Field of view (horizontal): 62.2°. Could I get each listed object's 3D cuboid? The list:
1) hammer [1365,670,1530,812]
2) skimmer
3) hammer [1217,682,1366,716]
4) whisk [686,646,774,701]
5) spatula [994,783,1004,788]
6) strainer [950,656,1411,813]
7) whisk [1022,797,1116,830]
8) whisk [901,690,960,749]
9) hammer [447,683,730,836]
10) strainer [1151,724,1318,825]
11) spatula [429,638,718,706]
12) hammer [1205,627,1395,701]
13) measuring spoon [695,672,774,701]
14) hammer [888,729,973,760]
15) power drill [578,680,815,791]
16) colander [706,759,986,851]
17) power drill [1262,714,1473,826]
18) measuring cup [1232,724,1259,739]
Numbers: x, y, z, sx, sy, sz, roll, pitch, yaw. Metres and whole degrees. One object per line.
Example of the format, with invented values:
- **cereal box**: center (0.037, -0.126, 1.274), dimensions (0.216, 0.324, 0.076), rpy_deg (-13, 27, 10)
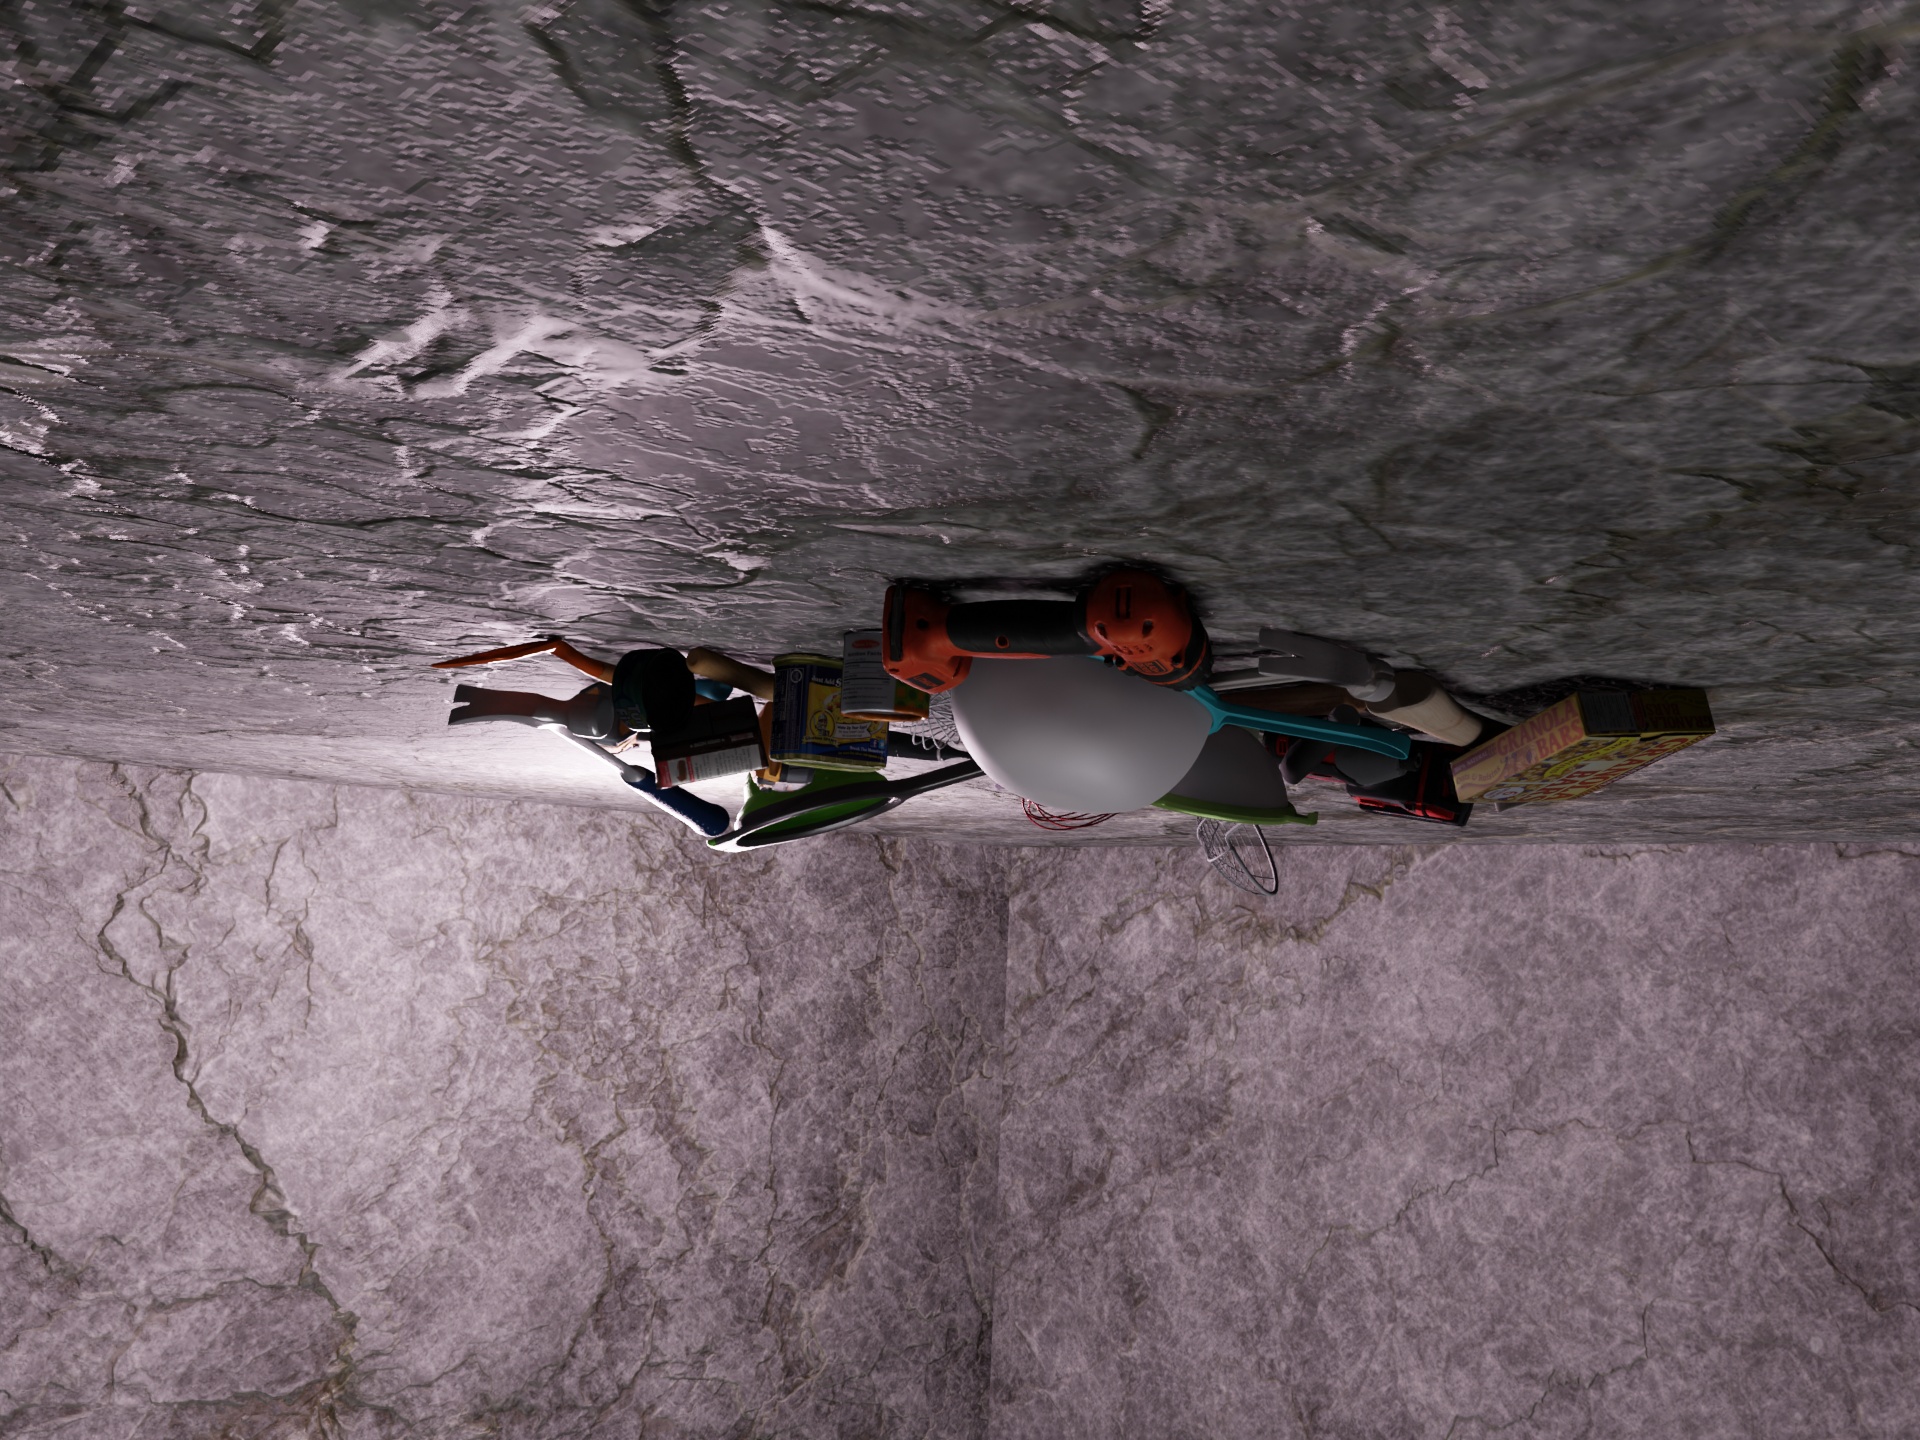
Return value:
- **hammer**: center (0.444, 0.018, 1.353), dimensions (0.146, 0.038, 0.410), rpy_deg (-25, 155, 35)
- **skimmer**: center (0.287, 0.058, 1.374), dimensions (0.090, 0.127, 0.363), rpy_deg (-15, 161, -17)
- **hammer**: center (0.207, -0.007, 1.365), dimensions (0.130, 0.031, 0.331), rpy_deg (9, 170, -39)
- **whisk**: center (-0.144, -0.018, 1.331), dimensions (0.047, 0.051, 0.244), rpy_deg (2, 168, 34)
- **spatula**: center (0.099, 0.038, 1.653), dimensions (0.059, 0.018, 0.316), rpy_deg (-6, 167, -18)
- **strainer**: center (0.138, 0.024, 1.128), dimensions (0.340, 0.095, 0.210), rpy_deg (10, 165, 22)
- **whisk**: center (0.197, 0.061, 1.649), dimensions (0.295, 0.073, 0.073), rpy_deg (-10, 178, -23)
- **whisk**: center (-0.001, -0.004, 1.384), dimensions (0.070, 0.070, 0.284), rpy_deg (1, 177, 11)
- **hammer**: center (-0.302, 0.043, 1.418), dimensions (0.144, 0.035, 0.405), rpy_deg (6, 165, 15)
- **strainer**: center (0.191, 0.026, 1.325), dimensions (0.151, 0.069, 0.256), rpy_deg (8, -172, -10)
- **spatula**: center (-0.280, -0.027, 1.293), dimensions (0.081, 0.041, 0.322), rpy_deg (-4, 166, 31)
- **hammer**: center (0.143, -0.025, 1.229), dimensions (0.149, 0.037, 0.359), rpy_deg (9, 170, -41)
- **measuring spoon**: center (-0.197, -0.027, 1.387), dimensions (0.042, 0.021, 0.129), rpy_deg (8, 171, -38)
- **hammer**: center (-0.007, 0.033, 1.517), dimensions (0.409, 0.036, 0.149), rpy_deg (8, -179, 33)
- **power drill**: center (-0.258, 0.015, 1.525), dimensions (0.226, 0.084, 0.185), rpy_deg (9, 171, -12)
- **colander**: center (-0.088, 0.044, 1.727), dimensions (0.397, 0.094, 0.204), rpy_deg (-17, 170, 6)
- **power drill**: center (0.389, 0.041, 1.468), dimensions (0.143, 0.078, 0.219), rpy_deg (7, 174, 41)
- **measuring cup**: center (0.206, 0.017, 1.517), dimensions (0.167, 0.038, 0.083), rpy_deg (-6, 169, 37)
